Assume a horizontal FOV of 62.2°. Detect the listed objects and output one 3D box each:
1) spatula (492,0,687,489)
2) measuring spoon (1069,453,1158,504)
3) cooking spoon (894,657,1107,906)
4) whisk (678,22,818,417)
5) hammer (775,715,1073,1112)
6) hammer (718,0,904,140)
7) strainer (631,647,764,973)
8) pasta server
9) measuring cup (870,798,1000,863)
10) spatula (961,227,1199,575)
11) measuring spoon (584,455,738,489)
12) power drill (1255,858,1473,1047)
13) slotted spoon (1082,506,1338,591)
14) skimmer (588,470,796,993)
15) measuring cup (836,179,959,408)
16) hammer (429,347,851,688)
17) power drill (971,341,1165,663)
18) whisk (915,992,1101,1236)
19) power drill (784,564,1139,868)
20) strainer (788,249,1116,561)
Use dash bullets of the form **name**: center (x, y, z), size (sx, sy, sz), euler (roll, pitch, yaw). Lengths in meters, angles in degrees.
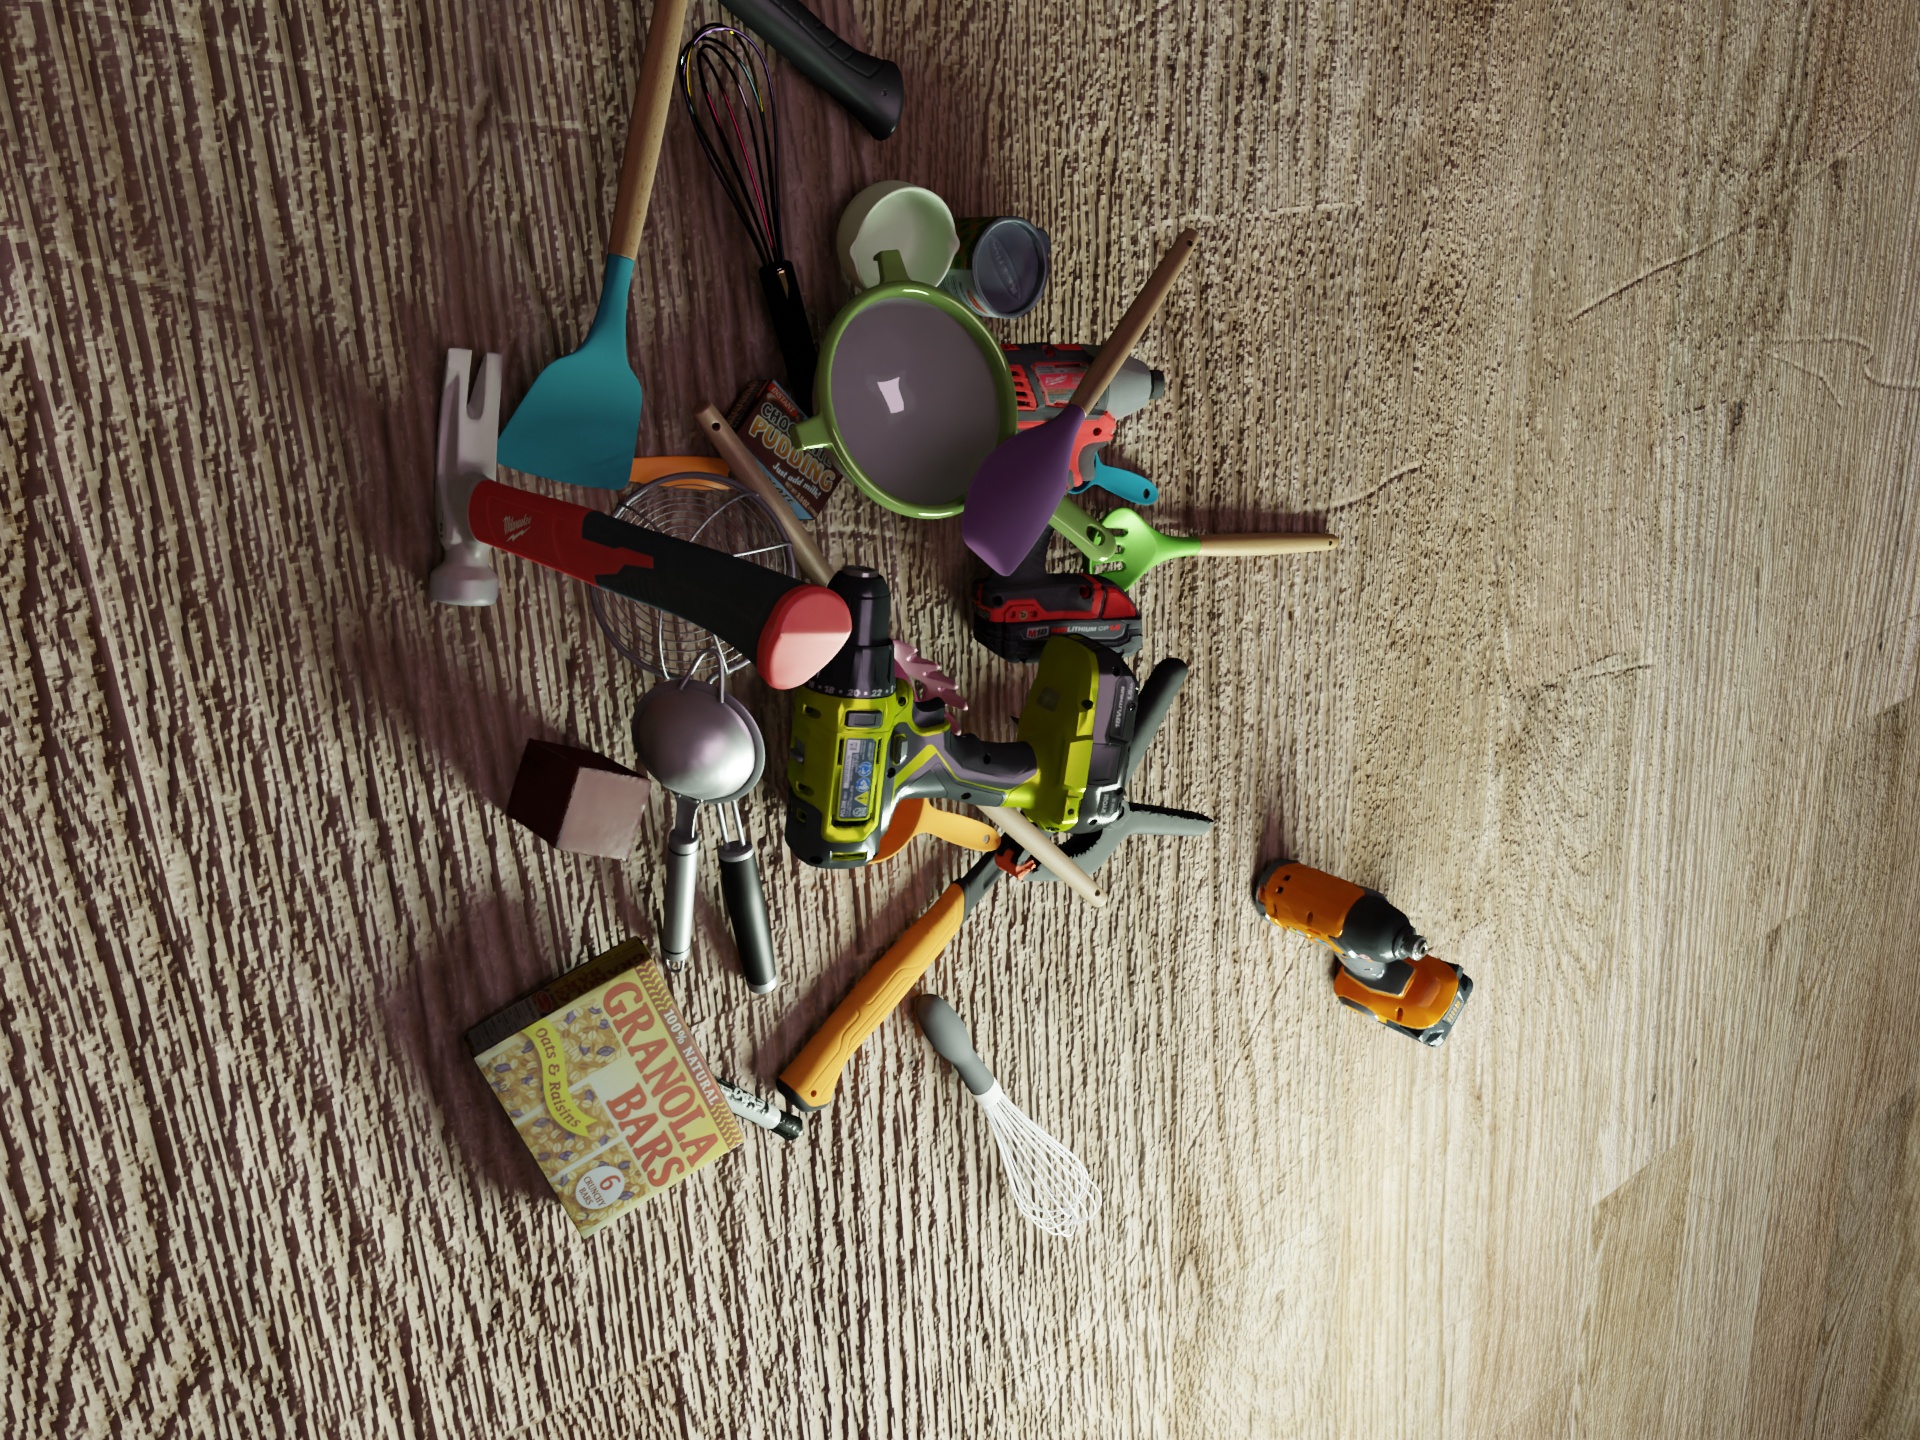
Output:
- **spatula**: center (-0.193, -0.290, 0.904), size (0.082, 0.044, 0.317), euler (10, 99, -28)
- **measuring spoon**: center (0.109, -0.186, 1.216), size (0.128, 0.021, 0.042), euler (10, 98, -49)
- **cooking spoon**: center (0.008, 0.046, 1.124), size (0.318, 0.017, 0.069), euler (42, 68, -32)
- **whisk**: center (-0.122, -0.296, 0.968), size (0.047, 0.051, 0.244), euler (-74, 156, -51)
- **hammer**: center (-0.021, 0.151, 1.196), size (0.337, 0.034, 0.127), euler (-48, 128, -17)
- **hammer**: center (-0.157, -0.440, 0.909), size (0.334, 0.035, 0.146), euler (28, 85, -41)
- **strainer**: center (-0.173, 0.071, 0.999), size (0.050, 0.087, 0.258), euler (-63, 168, -52)
- **pasta server**: center (-0.085, -0.088, 1.051), size (0.060, 0.040, 0.315), euler (-39, 132, -5)
- **measuring cup**: center (-0.045, 0.064, 1.138), size (0.173, 0.052, 0.095), euler (22, 85, -42)
- **spatula**: center (0.087, -0.226, 1.066), size (0.059, 0.018, 0.316), euler (41, 64, -18)
- **measuring spoon**: center (-0.179, -0.155, 0.991), size (0.117, 0.011, 0.021), euler (-4, 105, -39)
- **power drill**: center (0.385, 0.217, 1.461), size (0.226, 0.164, 0.084), euler (43, 75, -41)
- **slotted spoon**: center (0.208, -0.141, 1.299), size (0.313, 0.031, 0.070), euler (-7, 108, -39)
- **skimmer**: center (-0.154, 0.020, 1.041), size (0.127, 0.090, 0.363), euler (-5, 124, 0)
- **measuring cup**: center (-0.050, -0.273, 1.052), size (0.083, 0.038, 0.167), euler (-14, 128, -31)
- **hammer**: center (-0.171, -0.097, 0.767), size (0.038, 0.387, 0.143), euler (-2, 104, -38)
- **power drill**: center (0.075, -0.157, 1.133), size (0.143, 0.079, 0.219), euler (-4, 105, -15)
- **whisk**: center (0.034, 0.319, 1.281), size (0.070, 0.070, 0.284), euler (-43, 121, -21)
- **power drill**: center (-0.002, -0.003, 1.047), size (0.228, 0.080, 0.190), euler (0, 106, -27)
- **strainer**: center (-0.003, -0.176, 1.051), size (0.256, 0.069, 0.151), euler (33, 69, -30)
